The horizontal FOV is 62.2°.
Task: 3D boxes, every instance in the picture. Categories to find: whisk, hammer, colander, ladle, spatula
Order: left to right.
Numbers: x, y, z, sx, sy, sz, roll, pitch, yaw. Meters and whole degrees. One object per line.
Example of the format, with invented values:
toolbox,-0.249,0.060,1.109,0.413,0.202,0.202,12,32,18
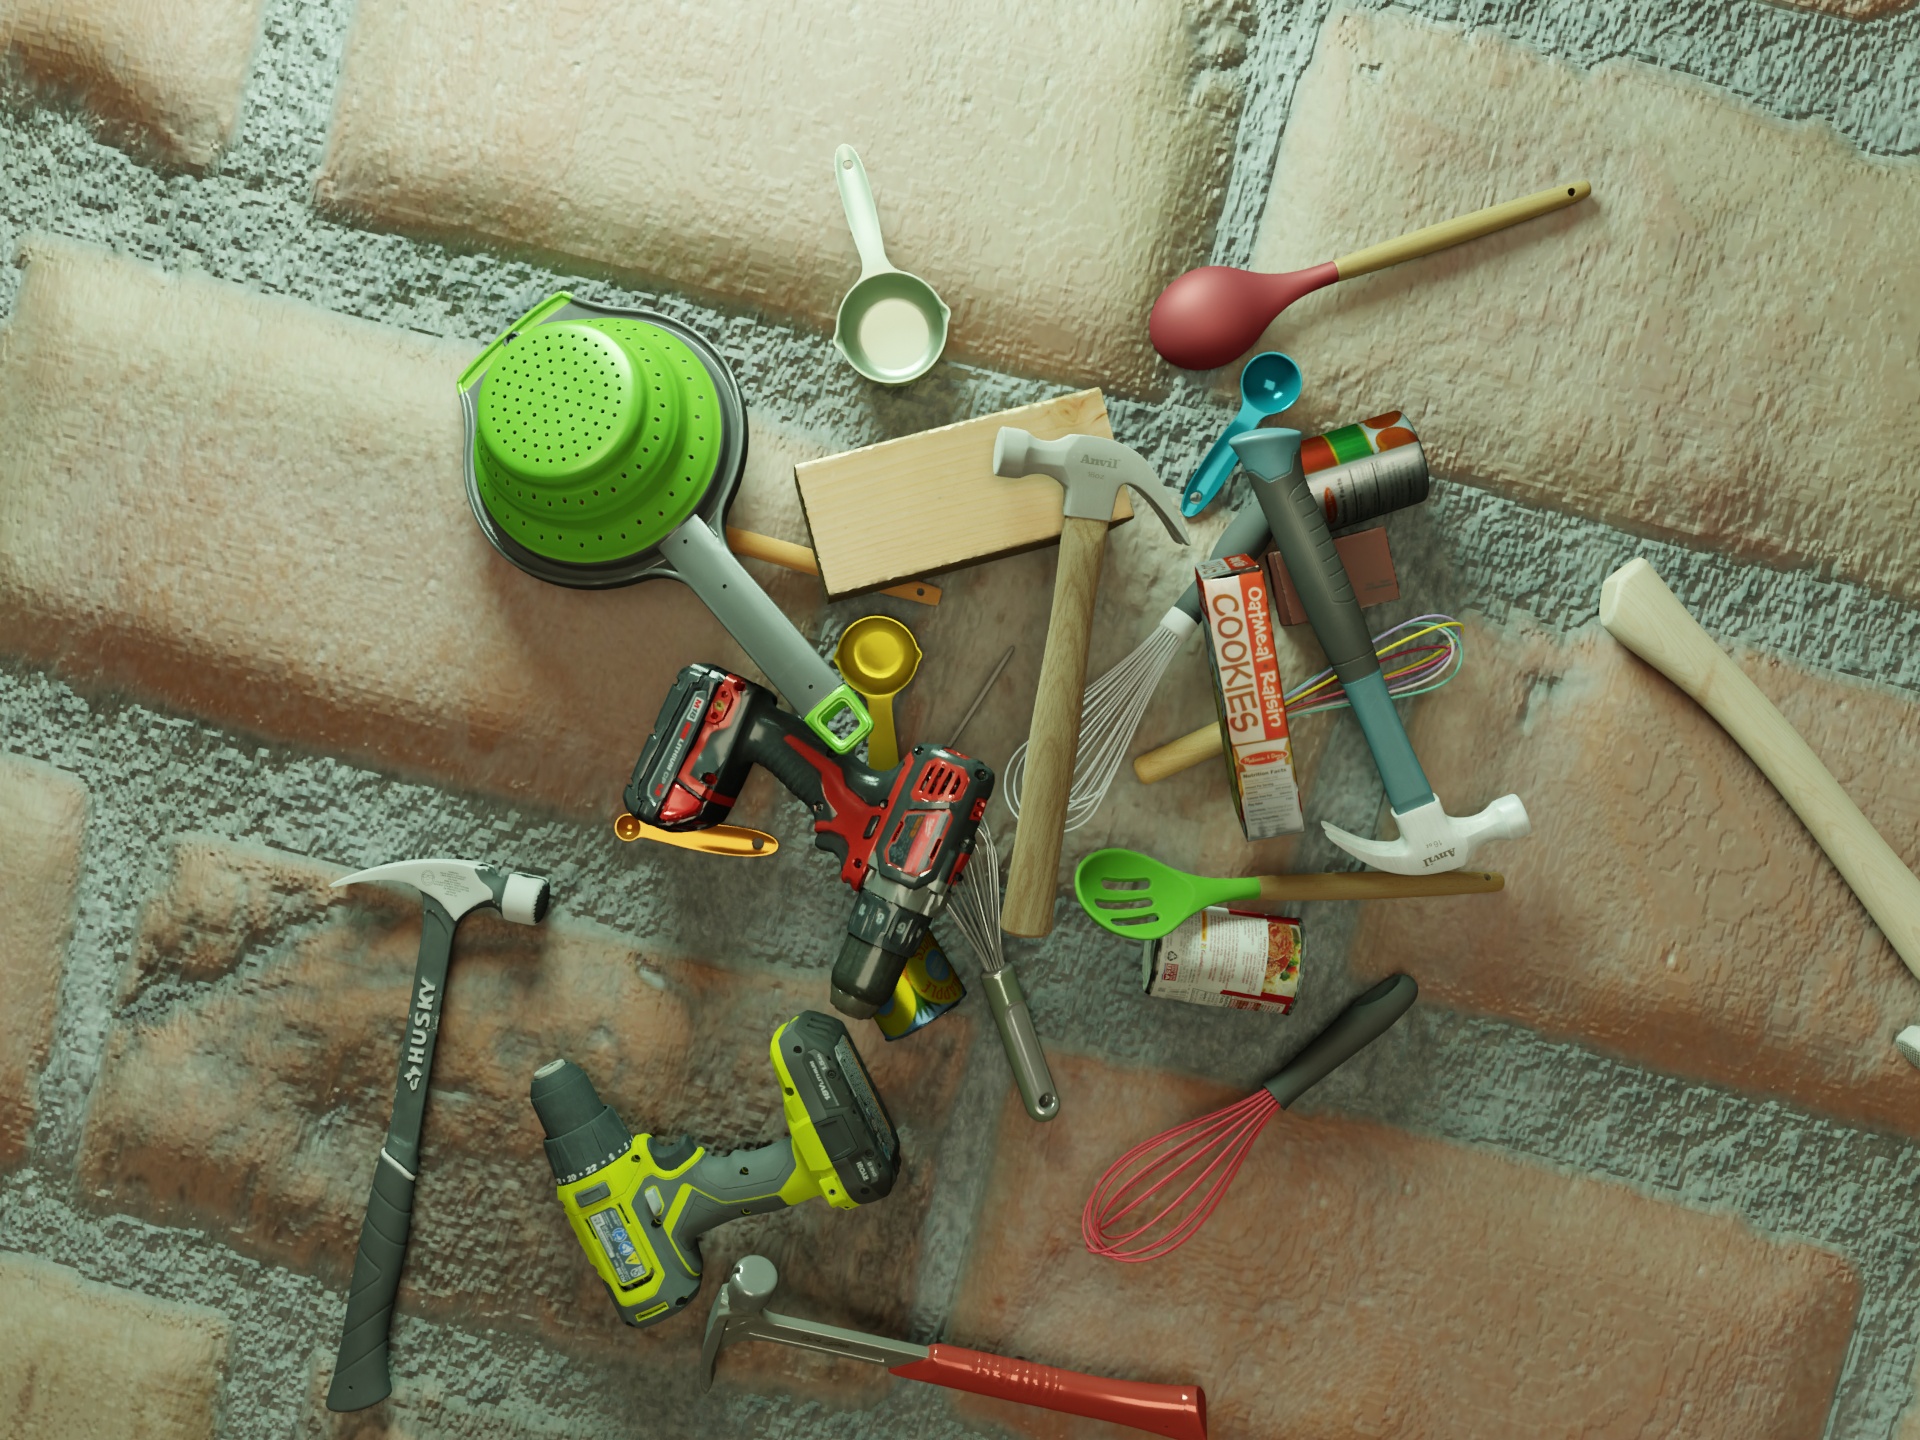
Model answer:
hammer,-0.403,0.296,1.136,0.149,0.036,0.409,12,93,2
colander,-0.197,-0.136,1.032,0.204,0.094,0.397,-41,76,-1
spatula,-0.170,-0.130,1.118,0.322,0.041,0.081,16,92,-3
hammer,-0.001,0.460,1.115,0.359,0.037,0.149,15,130,-7
whisk,0.023,0.168,1.115,0.058,0.059,0.246,-22,97,-25
hammer,0.068,-0.018,1.035,0.130,0.031,0.331,5,102,-9
whisk,0.132,-0.040,1.099,0.070,0.070,0.284,39,89,-1
whisk,0.204,0.275,1.109,0.296,0.073,0.073,-39,91,-2
whisk,0.236,-0.010,1.105,0.245,0.047,0.051,-24,93,7
hammer,0.261,-0.044,1.054,0.128,0.033,0.331,-24,104,9
ladle,0.283,-0.316,1.095,0.315,0.031,0.069,-19,93,1
hammer,0.597,0.047,1.098,0.146,0.038,0.410,-40,91,1

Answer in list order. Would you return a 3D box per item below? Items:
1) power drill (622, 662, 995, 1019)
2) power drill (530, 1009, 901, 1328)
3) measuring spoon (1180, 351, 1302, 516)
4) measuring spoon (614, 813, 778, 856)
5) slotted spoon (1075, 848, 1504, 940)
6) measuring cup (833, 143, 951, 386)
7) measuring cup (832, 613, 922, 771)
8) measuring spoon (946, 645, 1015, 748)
power drill,-0.108,0.077,1.067,0.227,0.080,0.188,23,87,12
power drill,-0.175,0.294,1.110,0.228,0.080,0.190,-25,93,5
measuring spoon,0.192,-0.198,1.110,0.042,0.021,0.128,33,102,-1
measuring spoon,-0.188,0.082,1.134,0.117,0.011,0.021,7,92,-2
slotted spoon,0.227,0.116,1.085,0.313,0.031,0.070,-1,53,-12
measuring cup,-0.058,-0.312,1.098,0.083,0.038,0.167,-15,90,2
measuring cup,-0.055,0.001,1.123,0.062,0.029,0.156,-2,104,1
measuring spoon,-0.002,-0.004,1.115,0.018,0.034,0.124,34,88,5
